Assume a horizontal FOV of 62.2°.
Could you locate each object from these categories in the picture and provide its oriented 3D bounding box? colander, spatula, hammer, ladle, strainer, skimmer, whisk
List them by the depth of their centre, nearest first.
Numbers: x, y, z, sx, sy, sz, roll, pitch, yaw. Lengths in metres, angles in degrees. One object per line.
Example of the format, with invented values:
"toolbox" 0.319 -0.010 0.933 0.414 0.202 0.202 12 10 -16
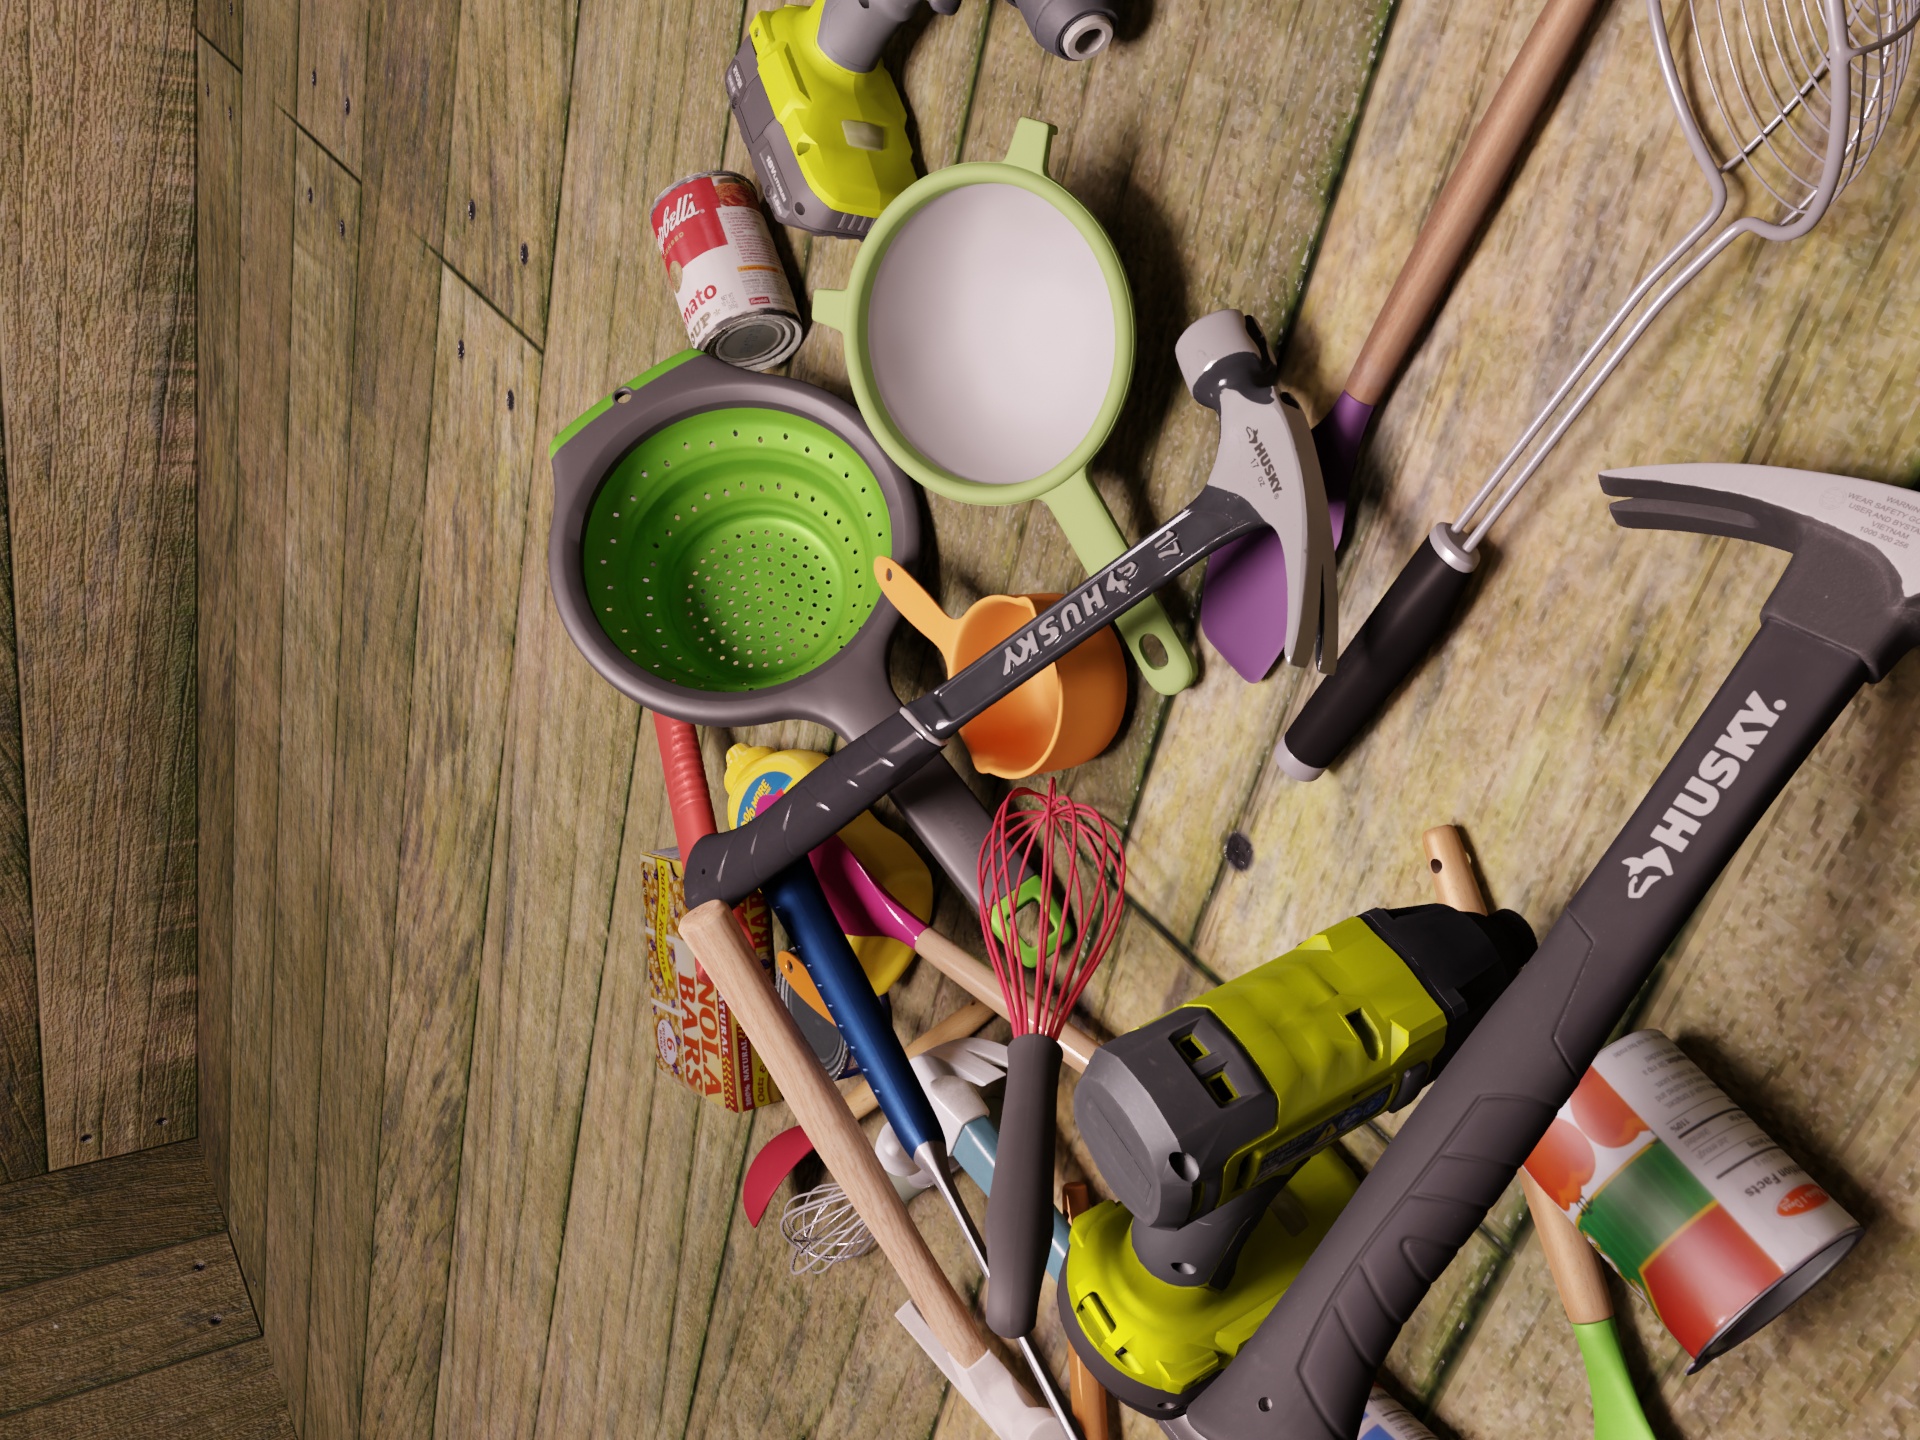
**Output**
"hammer" 0.172 0.072 0.456 0.146 0.035 0.335 36 90 38
"skimmer" 0.174 -0.110 0.529 0.127 0.090 0.363 -98 26 -43
"spatula" 0.162 -0.146 0.601 0.060 0.018 0.315 55 137 35
"whisk" 0.033 0.127 0.676 0.296 0.073 0.073 -80 12 -53
"hammer" -0.001 -0.002 0.716 0.409 0.036 0.149 -36 59 36
"strainer" 0.050 -0.132 0.734 0.151 0.069 0.256 -30 89 35
"hammer" -0.009 0.214 0.741 0.406 0.035 0.143 57 173 37
"hammer" 0.072 0.285 0.758 0.331 0.033 0.128 46 135 31
"spatula" 0.076 0.399 0.816 0.081 0.041 0.322 -7 86 55
"hammer" -0.051 0.236 0.824 0.331 0.031 0.130 61 160 -11
"colander" -0.072 -0.024 0.883 0.397 0.204 0.094 52 171 14
"whisk" -0.040 0.274 0.934 0.057 0.059 0.246 37 134 -8
"ladle" -0.061 0.232 0.960 0.031 0.069 0.315 36 133 -9
"hammer" -0.196 0.009 1.072 0.149 0.036 0.359 -48 50 46

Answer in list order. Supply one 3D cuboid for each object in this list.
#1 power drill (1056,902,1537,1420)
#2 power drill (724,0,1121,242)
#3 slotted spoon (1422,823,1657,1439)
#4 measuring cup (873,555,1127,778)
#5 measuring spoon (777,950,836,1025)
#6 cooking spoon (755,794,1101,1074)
"power drill" 0.117 0.159 0.583 0.080 0.171 0.223 53 153 34
"power drill" -0.018 -0.340 0.769 0.228 0.080 0.191 -40 63 47
"slotted spoon" 0.218 0.190 0.576 0.070 0.031 0.314 -30 70 53
"measuring cup" 0.018 -0.040 0.793 0.174 0.052 0.095 45 130 43
"measuring spoon" -0.079 0.163 0.941 0.117 0.011 0.021 29 120 52
"cooking spoon" 0.000 0.126 0.816 0.319 0.017 0.068 31 129 32
